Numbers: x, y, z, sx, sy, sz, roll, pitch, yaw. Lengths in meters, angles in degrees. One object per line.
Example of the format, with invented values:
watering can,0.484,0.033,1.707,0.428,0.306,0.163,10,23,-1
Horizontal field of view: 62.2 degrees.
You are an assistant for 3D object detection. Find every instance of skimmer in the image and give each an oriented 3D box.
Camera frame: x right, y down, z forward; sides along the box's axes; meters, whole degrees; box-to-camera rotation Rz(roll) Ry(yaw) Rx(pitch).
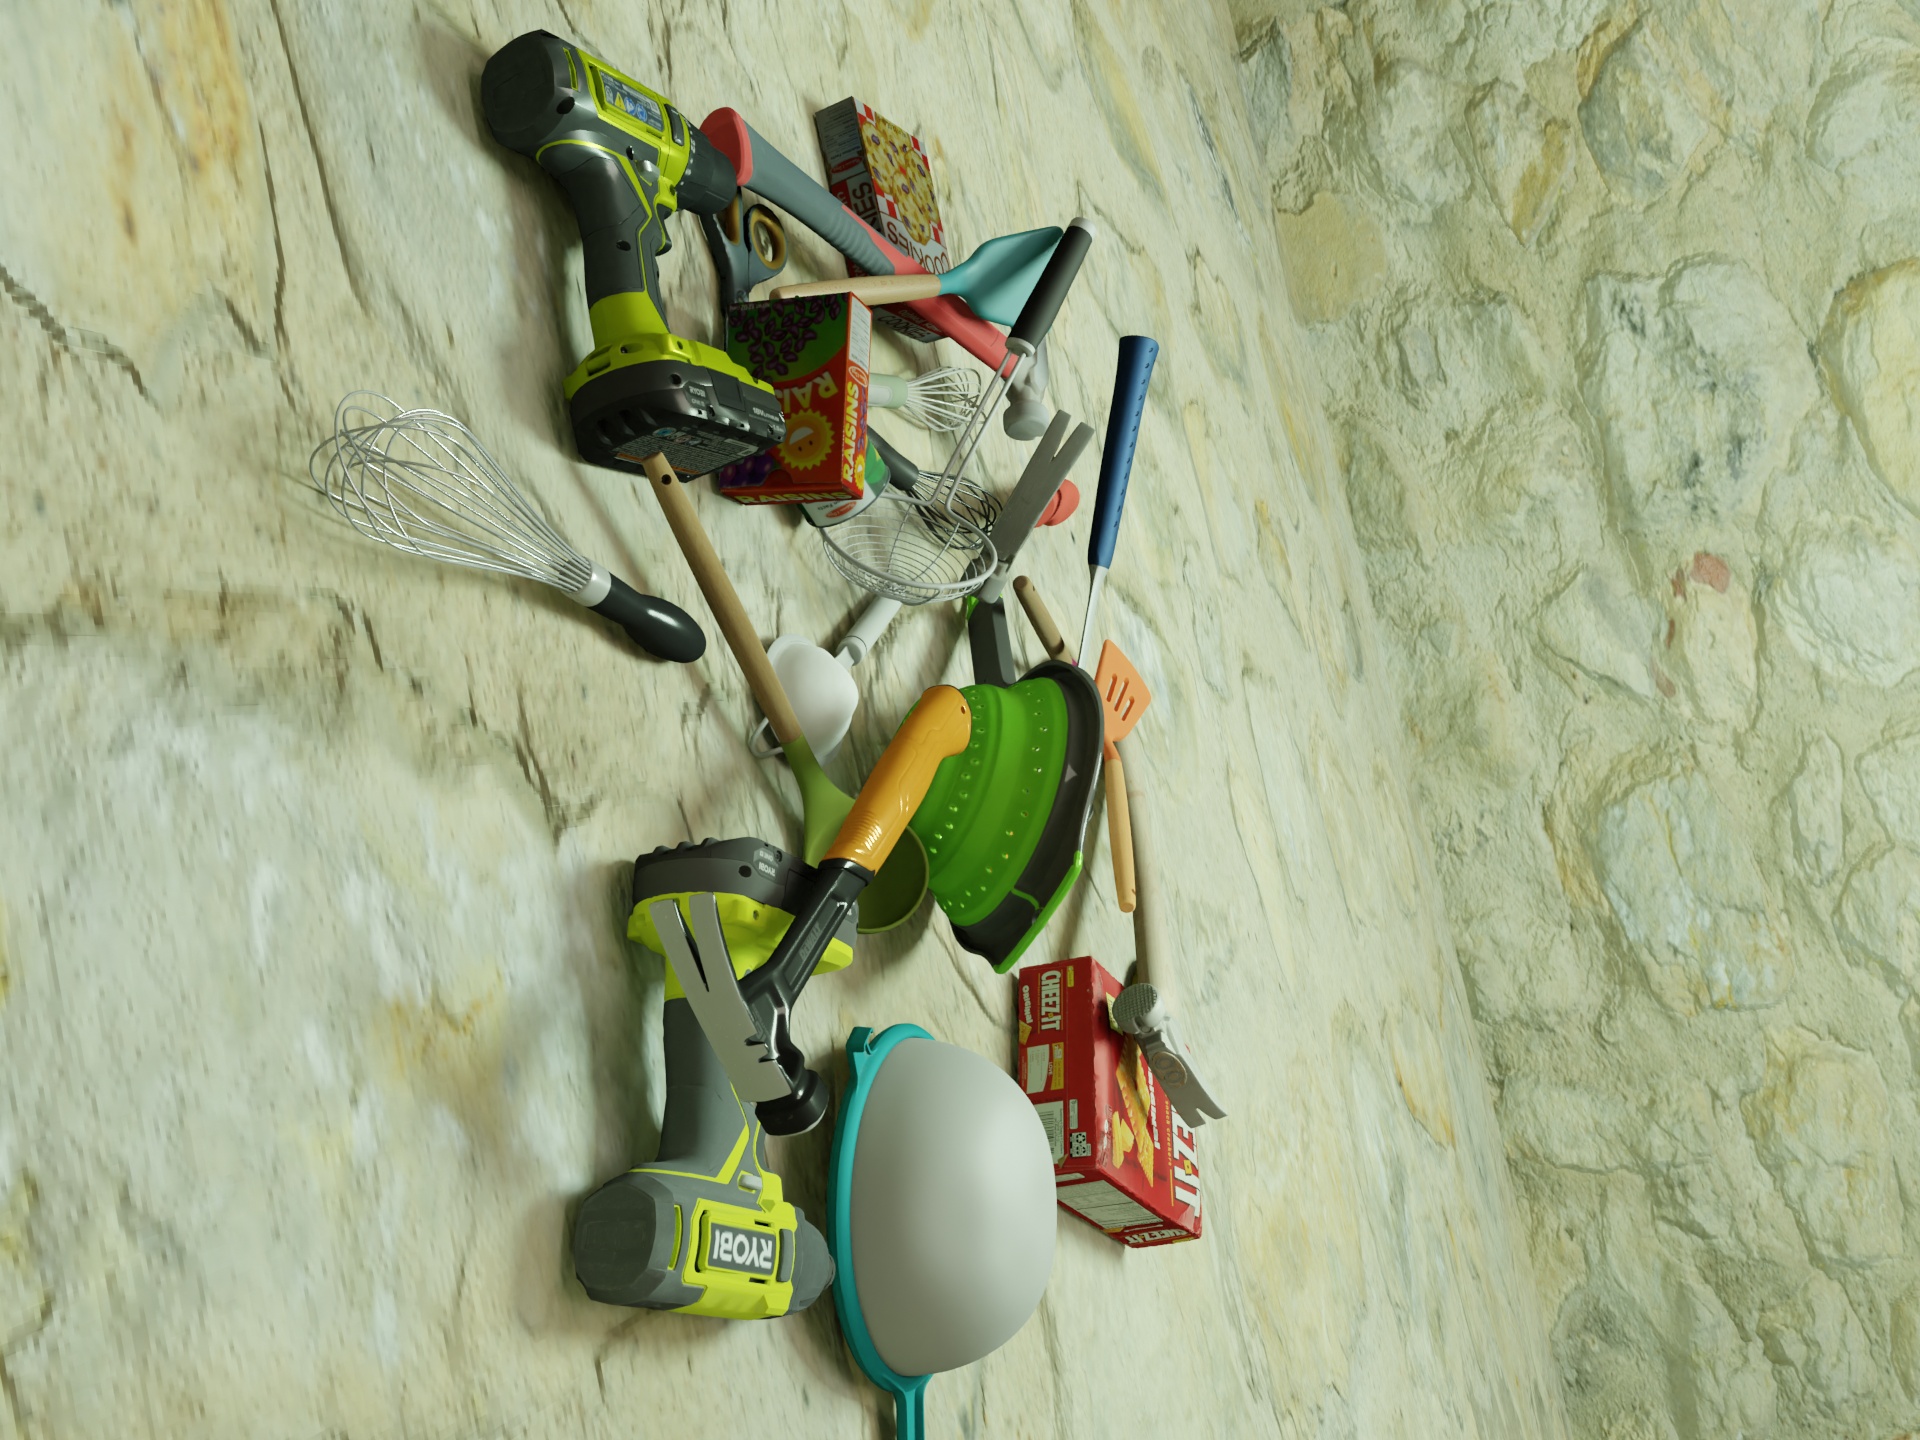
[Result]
skimmer,0.019,-0.234,1.134,0.090,0.127,0.363,89,27,-70

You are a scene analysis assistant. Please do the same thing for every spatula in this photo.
spatula,0.139,0.048,1.355,0.081,0.041,0.323,50,22,-27
spatula,-0.025,-0.307,1.127,0.317,0.044,0.082,-27,130,-53

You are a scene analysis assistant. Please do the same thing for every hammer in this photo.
hammer,-0.050,-0.348,1.184,0.386,0.038,0.143,25,56,-51
hammer,0.159,0.148,1.342,0.146,0.038,0.411,58,18,-31
hammer,0.111,-0.115,1.300,0.144,0.035,0.405,22,77,-72
hammer,0.072,-0.185,1.315,0.037,0.149,0.359,31,14,2
hammer,-0.057,0.061,0.844,0.127,0.034,0.337,67,26,-20

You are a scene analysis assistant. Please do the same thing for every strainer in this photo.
strainer,0.006,0.346,0.922,0.210,0.095,0.341,38,48,-64
strainer,-0.074,-0.045,1.057,0.086,0.050,0.258,66,23,-19

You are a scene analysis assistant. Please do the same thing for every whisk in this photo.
whisk,-0.039,-0.185,1.197,0.238,0.055,0.055,27,53,-54
whisk,-0.046,-0.250,1.219,0.059,0.057,0.246,44,24,16
whisk,-0.205,-0.081,0.784,0.284,0.070,0.070,36,46,-62

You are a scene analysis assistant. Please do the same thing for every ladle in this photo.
ladle,-0.104,-0.010,0.925,0.078,0.062,0.320,-34,117,-21

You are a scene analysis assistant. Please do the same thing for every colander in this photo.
colander,-0.002,-0.004,1.118,0.094,0.204,0.398,21,31,-19

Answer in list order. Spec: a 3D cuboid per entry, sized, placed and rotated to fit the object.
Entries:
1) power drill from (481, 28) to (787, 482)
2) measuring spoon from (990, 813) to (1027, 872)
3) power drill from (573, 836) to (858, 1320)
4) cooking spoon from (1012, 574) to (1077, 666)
power drill,-0.174,-0.261,0.919,0.190,0.080,0.228,0,74,-64
measuring spoon,0.040,0.099,1.247,0.021,0.011,0.117,63,28,-25
power drill,-0.113,0.186,0.812,0.171,0.080,0.223,38,48,-53
cooking spoon,0.083,-0.056,1.335,0.318,0.017,0.069,50,33,-68
